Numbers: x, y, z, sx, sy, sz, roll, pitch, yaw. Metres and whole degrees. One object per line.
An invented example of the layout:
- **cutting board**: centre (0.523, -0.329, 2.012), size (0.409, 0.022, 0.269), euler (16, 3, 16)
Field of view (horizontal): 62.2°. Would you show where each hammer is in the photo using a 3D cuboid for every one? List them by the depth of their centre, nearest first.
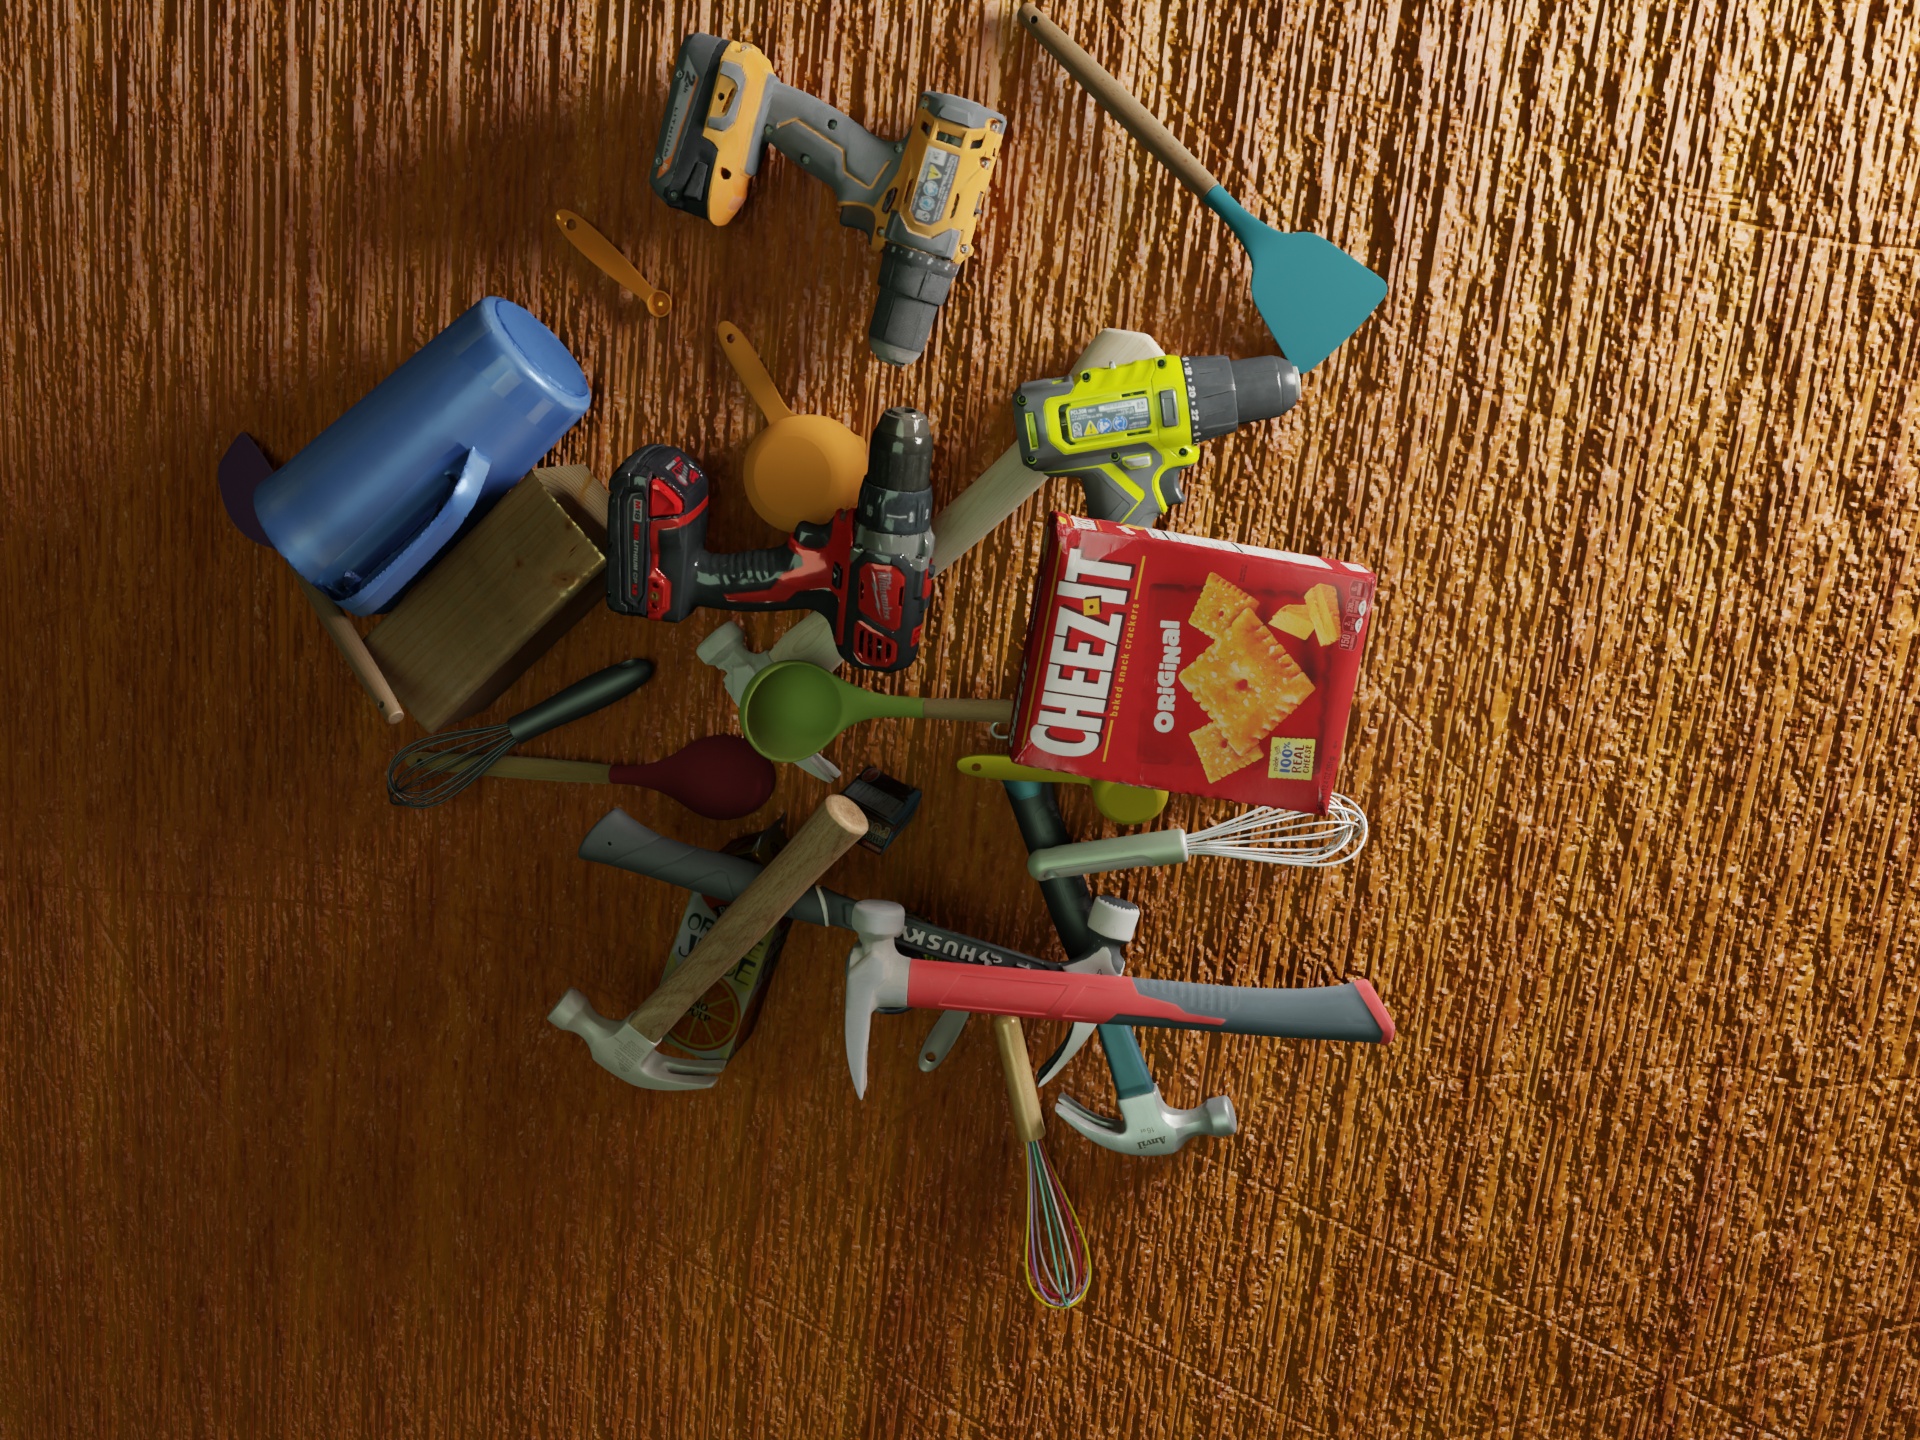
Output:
- **hammer**: centre (0.111, 0.215, 1.135), size (0.386, 0.038, 0.143), euler (5, 99, 3)
- **hammer**: centre (-0.170, 0.165, 1.153), size (0.130, 0.031, 0.331), euler (40, 121, -8)
- **hammer**: centre (-0.006, -0.126, 1.168), size (0.410, 0.038, 0.146), euler (-40, 92, 17)
- **hammer**: centre (-0.083, 0.147, 1.174), size (0.409, 0.036, 0.149), euler (17, 98, 1)
- **hammer**: centre (0.098, 0.178, 1.209), size (0.128, 0.033, 0.331), euler (-18, 97, 14)

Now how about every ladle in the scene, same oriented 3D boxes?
- **ladle**: centre (-0.002, -0.004, 1.144), size (0.320, 0.062, 0.078), euler (2, 111, 10)
- **ladle**: centre (-0.302, 0.040, 1.274), size (0.315, 0.031, 0.069), euler (3, 101, 14)

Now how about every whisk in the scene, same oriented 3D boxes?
- **whisk**: centre (0.170, 0.090, 1.153), size (0.246, 0.057, 0.059), euler (-9, 60, 8)
- **whisk**: centre (0.058, 0.349, 1.250), size (0.047, 0.051, 0.245), euler (-10, 96, 20)
- **whisk**: centre (-0.350, 0.007, 1.258), size (0.239, 0.055, 0.055), euler (-25, 95, 5)

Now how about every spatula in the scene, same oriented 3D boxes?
- **spatula**: centre (0.153, -0.376, 1.089), size (0.317, 0.044, 0.082), euler (47, 107, 5)
- **spatula**: centre (-0.506, -0.109, 1.231), size (0.059, 0.018, 0.316), euler (-49, 64, 17)

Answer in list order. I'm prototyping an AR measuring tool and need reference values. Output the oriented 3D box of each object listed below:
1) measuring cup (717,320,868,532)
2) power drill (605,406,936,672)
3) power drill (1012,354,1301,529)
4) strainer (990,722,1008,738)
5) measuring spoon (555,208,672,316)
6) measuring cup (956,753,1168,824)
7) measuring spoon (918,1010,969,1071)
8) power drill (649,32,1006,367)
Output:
- **measuring cup**: centre (-0.138, -0.217, 1.168), size (0.095, 0.052, 0.173), euler (-29, 96, 16)
- **power drill**: centre (-0.127, -0.139, 1.118), size (0.226, 0.080, 0.187), euler (10, 115, 5)
- **power drill**: centre (0.145, -0.137, 1.096), size (0.190, 0.080, 0.228), euler (-8, 106, 6)
- **strainer**: centre (0.146, 0.003, 1.160), size (0.258, 0.050, 0.087), euler (-2, 88, 16)
- **measuring spoon**: centre (-0.259, -0.344, 1.193), size (0.117, 0.011, 0.021), euler (42, 108, 5)
- **measuring cup**: centre (0.075, 0.045, 1.153), size (0.156, 0.029, 0.062), euler (5, 125, -3)
- **measuring spoon**: centre (-0.002, 0.229, 1.254), size (0.034, 0.018, 0.124), euler (31, 113, 5)
- **power drill**: centre (-0.098, -0.366, 1.118), size (0.226, 0.084, 0.185), euler (19, 106, 3)
